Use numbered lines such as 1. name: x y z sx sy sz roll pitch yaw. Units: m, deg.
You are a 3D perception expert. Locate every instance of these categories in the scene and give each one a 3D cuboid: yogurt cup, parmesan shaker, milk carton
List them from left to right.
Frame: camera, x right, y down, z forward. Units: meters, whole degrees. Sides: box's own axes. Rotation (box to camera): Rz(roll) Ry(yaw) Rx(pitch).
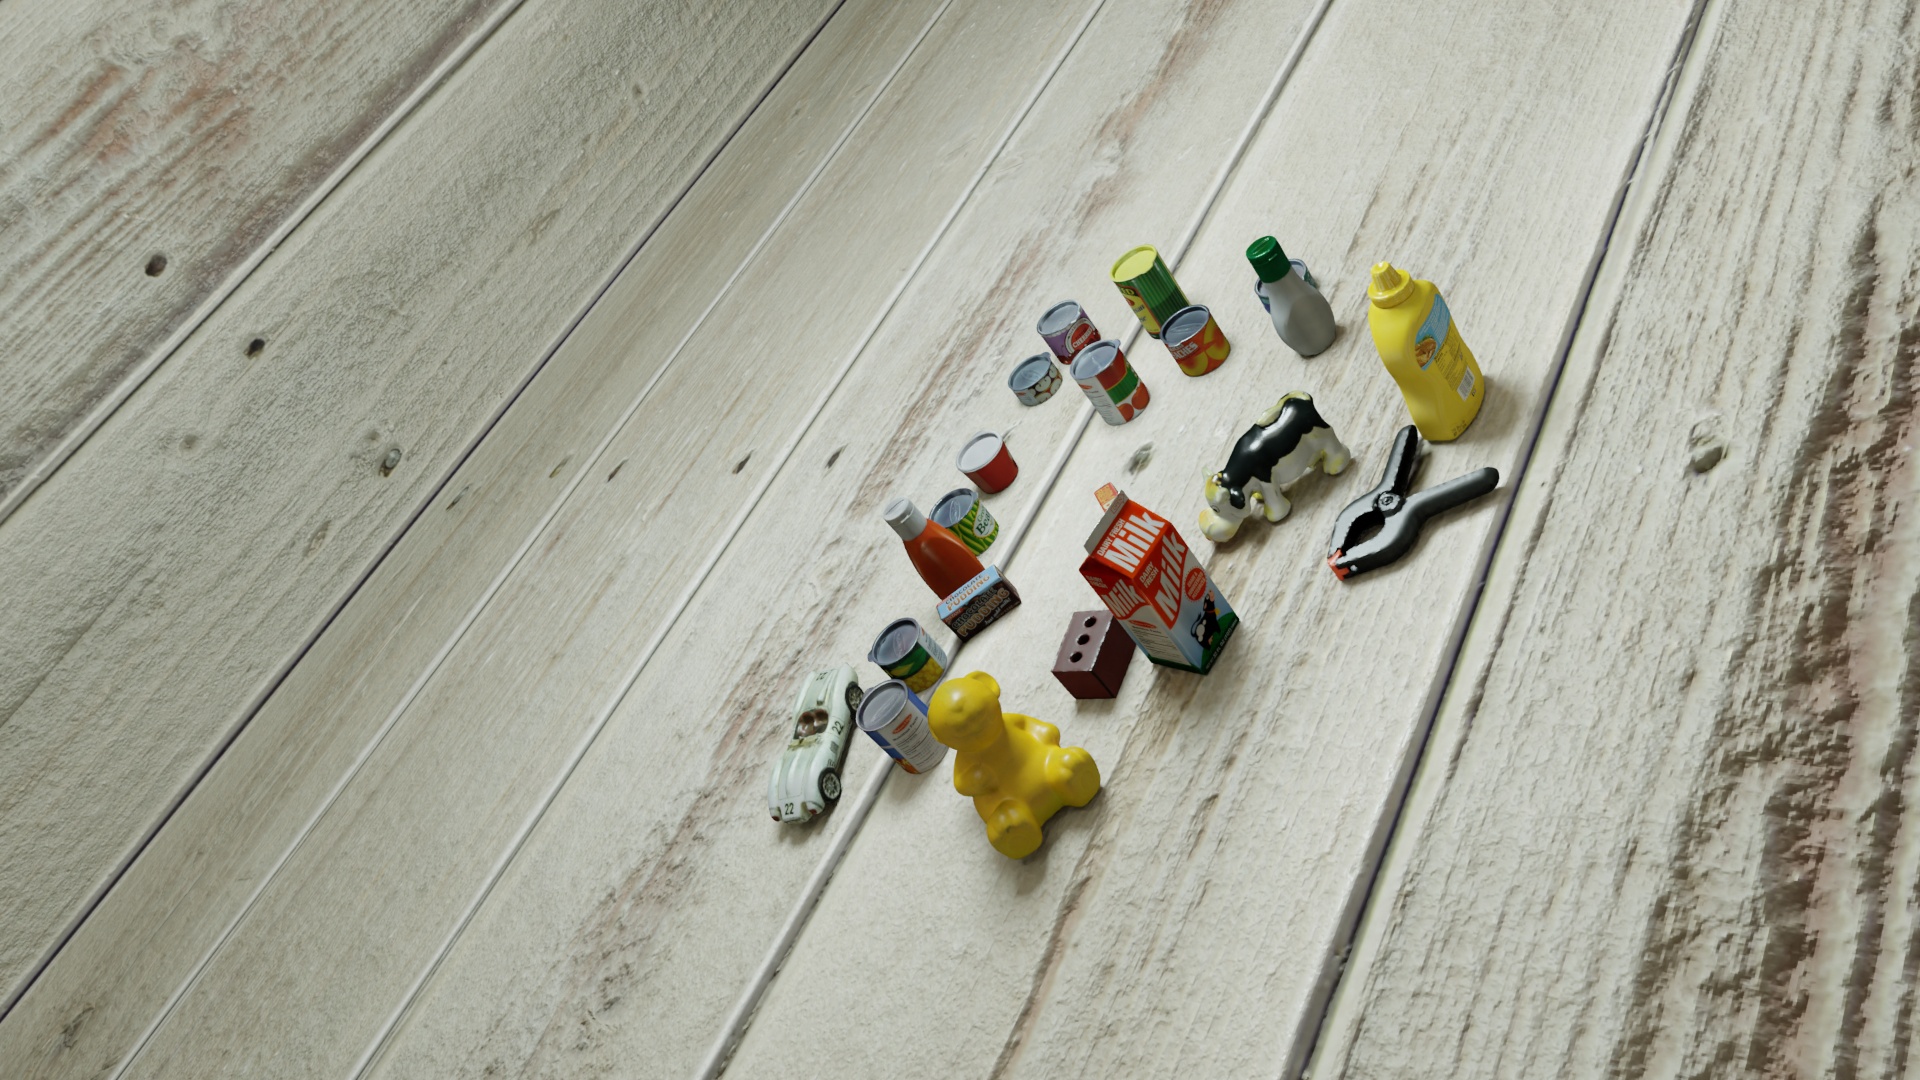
1. yogurt cup: 0.036 -0.095 1.736 0.072 0.053 0.073 -26 36 21
2. milk carton: 0.180 0.039 1.313 0.073 0.190 0.072 9 57 50
3. parmesan shaker: 0.241 -0.309 1.737 0.071 0.103 0.072 -26 36 21

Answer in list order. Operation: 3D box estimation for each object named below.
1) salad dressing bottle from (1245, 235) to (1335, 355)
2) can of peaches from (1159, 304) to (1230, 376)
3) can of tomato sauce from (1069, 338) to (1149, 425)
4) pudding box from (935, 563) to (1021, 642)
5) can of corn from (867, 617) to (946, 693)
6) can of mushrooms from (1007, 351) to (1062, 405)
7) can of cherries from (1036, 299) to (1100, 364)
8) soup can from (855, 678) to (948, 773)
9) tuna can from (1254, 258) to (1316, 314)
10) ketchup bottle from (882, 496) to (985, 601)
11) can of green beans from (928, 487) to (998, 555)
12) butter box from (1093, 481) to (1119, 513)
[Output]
1. salad dressing bottle: 0.363 -0.270 1.530 0.064 0.147 0.044 -40 33 1
2. can of peaches: 0.279 -0.236 1.656 0.071 0.058 0.071 -26 36 21
3. can of tomato sauce: 0.182 -0.192 1.676 0.071 0.083 0.071 -26 36 21
4. pudding box: 0.020 0.071 1.563 0.083 0.049 0.030 -36 33 7
5. can of corn: -0.060 0.131 1.563 0.071 0.058 0.071 -26 36 21
6. can of mushrooms: 0.100 -0.213 1.828 0.071 0.033 0.071 -26 36 21
7. can of cherries: 0.144 -0.274 1.833 0.071 0.058 0.072 -26 36 21
8. soup can: -0.061 0.196 1.466 0.071 0.083 0.072 -26 36 21
9. tuna can: 0.387 -0.299 1.645 0.071 0.032 0.071 -26 36 21
10. ketchup bottle: -0.032 0.010 1.595 0.065 0.148 0.044 -41 33 0
11. can of green beans: 0.004 -0.020 1.677 0.071 0.057 0.071 -26 36 21
12. butter box: 0.180 -0.017 1.503 0.024 0.053 0.104 -35 34 9
